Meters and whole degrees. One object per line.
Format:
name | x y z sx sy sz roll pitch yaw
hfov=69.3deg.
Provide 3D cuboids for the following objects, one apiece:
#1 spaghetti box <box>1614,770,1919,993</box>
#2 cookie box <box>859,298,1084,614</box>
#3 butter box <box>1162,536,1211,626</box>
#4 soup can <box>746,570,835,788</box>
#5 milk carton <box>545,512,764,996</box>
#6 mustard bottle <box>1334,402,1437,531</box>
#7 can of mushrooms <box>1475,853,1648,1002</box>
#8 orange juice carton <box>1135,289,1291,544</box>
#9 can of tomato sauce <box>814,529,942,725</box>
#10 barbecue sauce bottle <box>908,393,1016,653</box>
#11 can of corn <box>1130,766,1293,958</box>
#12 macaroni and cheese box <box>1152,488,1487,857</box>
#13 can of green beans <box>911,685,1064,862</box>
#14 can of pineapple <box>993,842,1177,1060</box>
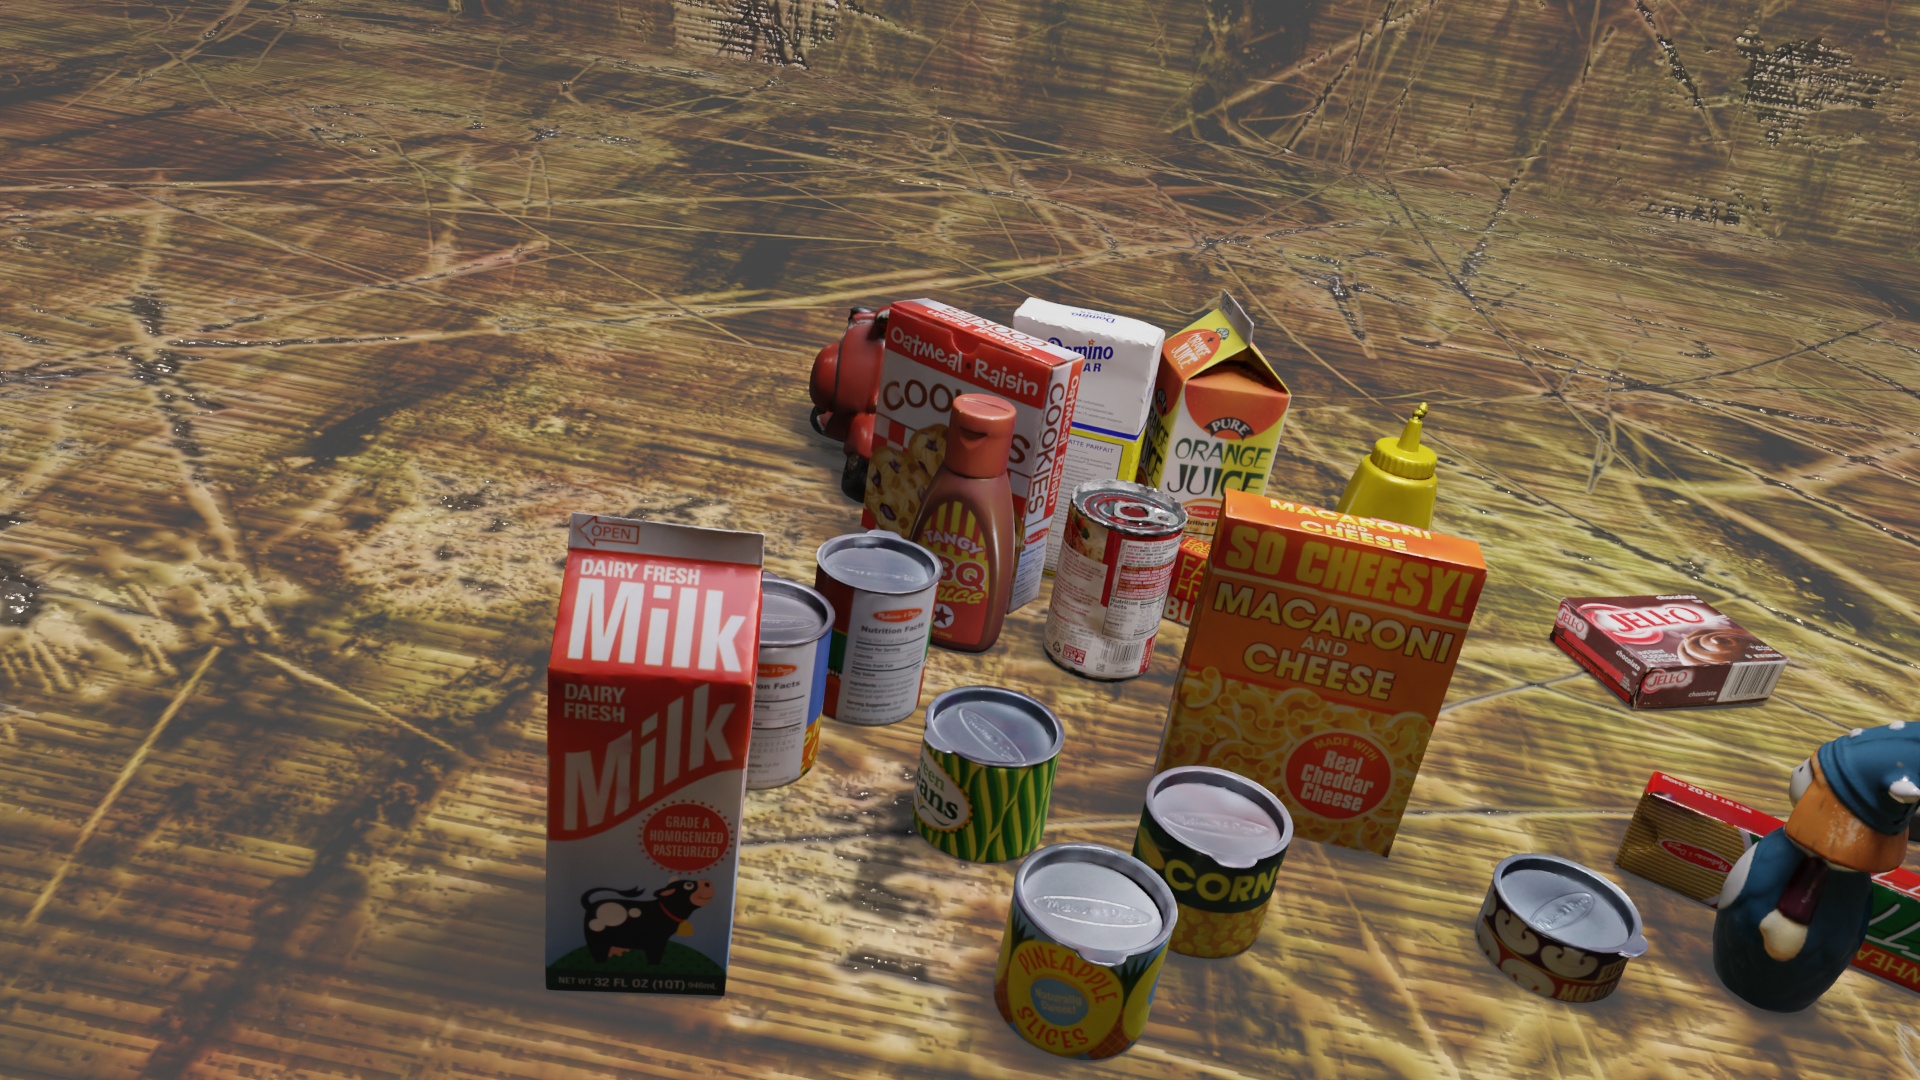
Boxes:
spaghetti box | 0.454 0.187 0.670 0.250 0.050 0.029 22 28 24
cookie box | 0.003 -0.054 0.872 0.123 0.166 0.040 25 29 29
butter box | 0.181 0.039 0.874 0.103 0.053 0.024 20 28 21
soup can | -0.099 0.068 0.684 0.071 0.083 0.071 8 26 -4
milk carton | -0.117 0.078 0.535 0.072 0.189 0.074 6 26 -8
mustard bottle | 0.270 -0.013 0.888 0.065 0.159 0.049 12 26 4
can of mushrooms | 0.278 0.180 0.642 0.071 0.033 0.071 8 26 -4
orange juice carton | 0.161 -0.063 0.915 0.073 0.191 0.072 6 26 -7
can of tomato sauce | -0.049 0.046 0.746 0.071 0.082 0.071 8 26 -4
barbecue sauce bottle | 0.003 -0.010 0.804 0.065 0.147 0.044 16 26 14
can of corn | 0.110 0.146 0.626 0.071 0.058 0.071 8 26 -4
macaroni and cheese box | 0.171 0.066 0.686 0.124 0.165 0.040 12 26 6
can of green beans | 0.012 0.111 0.664 0.071 0.057 0.071 8 26 -4
can of pineapple | 0.049 0.167 0.563 0.071 0.057 0.071 8 26 -4
